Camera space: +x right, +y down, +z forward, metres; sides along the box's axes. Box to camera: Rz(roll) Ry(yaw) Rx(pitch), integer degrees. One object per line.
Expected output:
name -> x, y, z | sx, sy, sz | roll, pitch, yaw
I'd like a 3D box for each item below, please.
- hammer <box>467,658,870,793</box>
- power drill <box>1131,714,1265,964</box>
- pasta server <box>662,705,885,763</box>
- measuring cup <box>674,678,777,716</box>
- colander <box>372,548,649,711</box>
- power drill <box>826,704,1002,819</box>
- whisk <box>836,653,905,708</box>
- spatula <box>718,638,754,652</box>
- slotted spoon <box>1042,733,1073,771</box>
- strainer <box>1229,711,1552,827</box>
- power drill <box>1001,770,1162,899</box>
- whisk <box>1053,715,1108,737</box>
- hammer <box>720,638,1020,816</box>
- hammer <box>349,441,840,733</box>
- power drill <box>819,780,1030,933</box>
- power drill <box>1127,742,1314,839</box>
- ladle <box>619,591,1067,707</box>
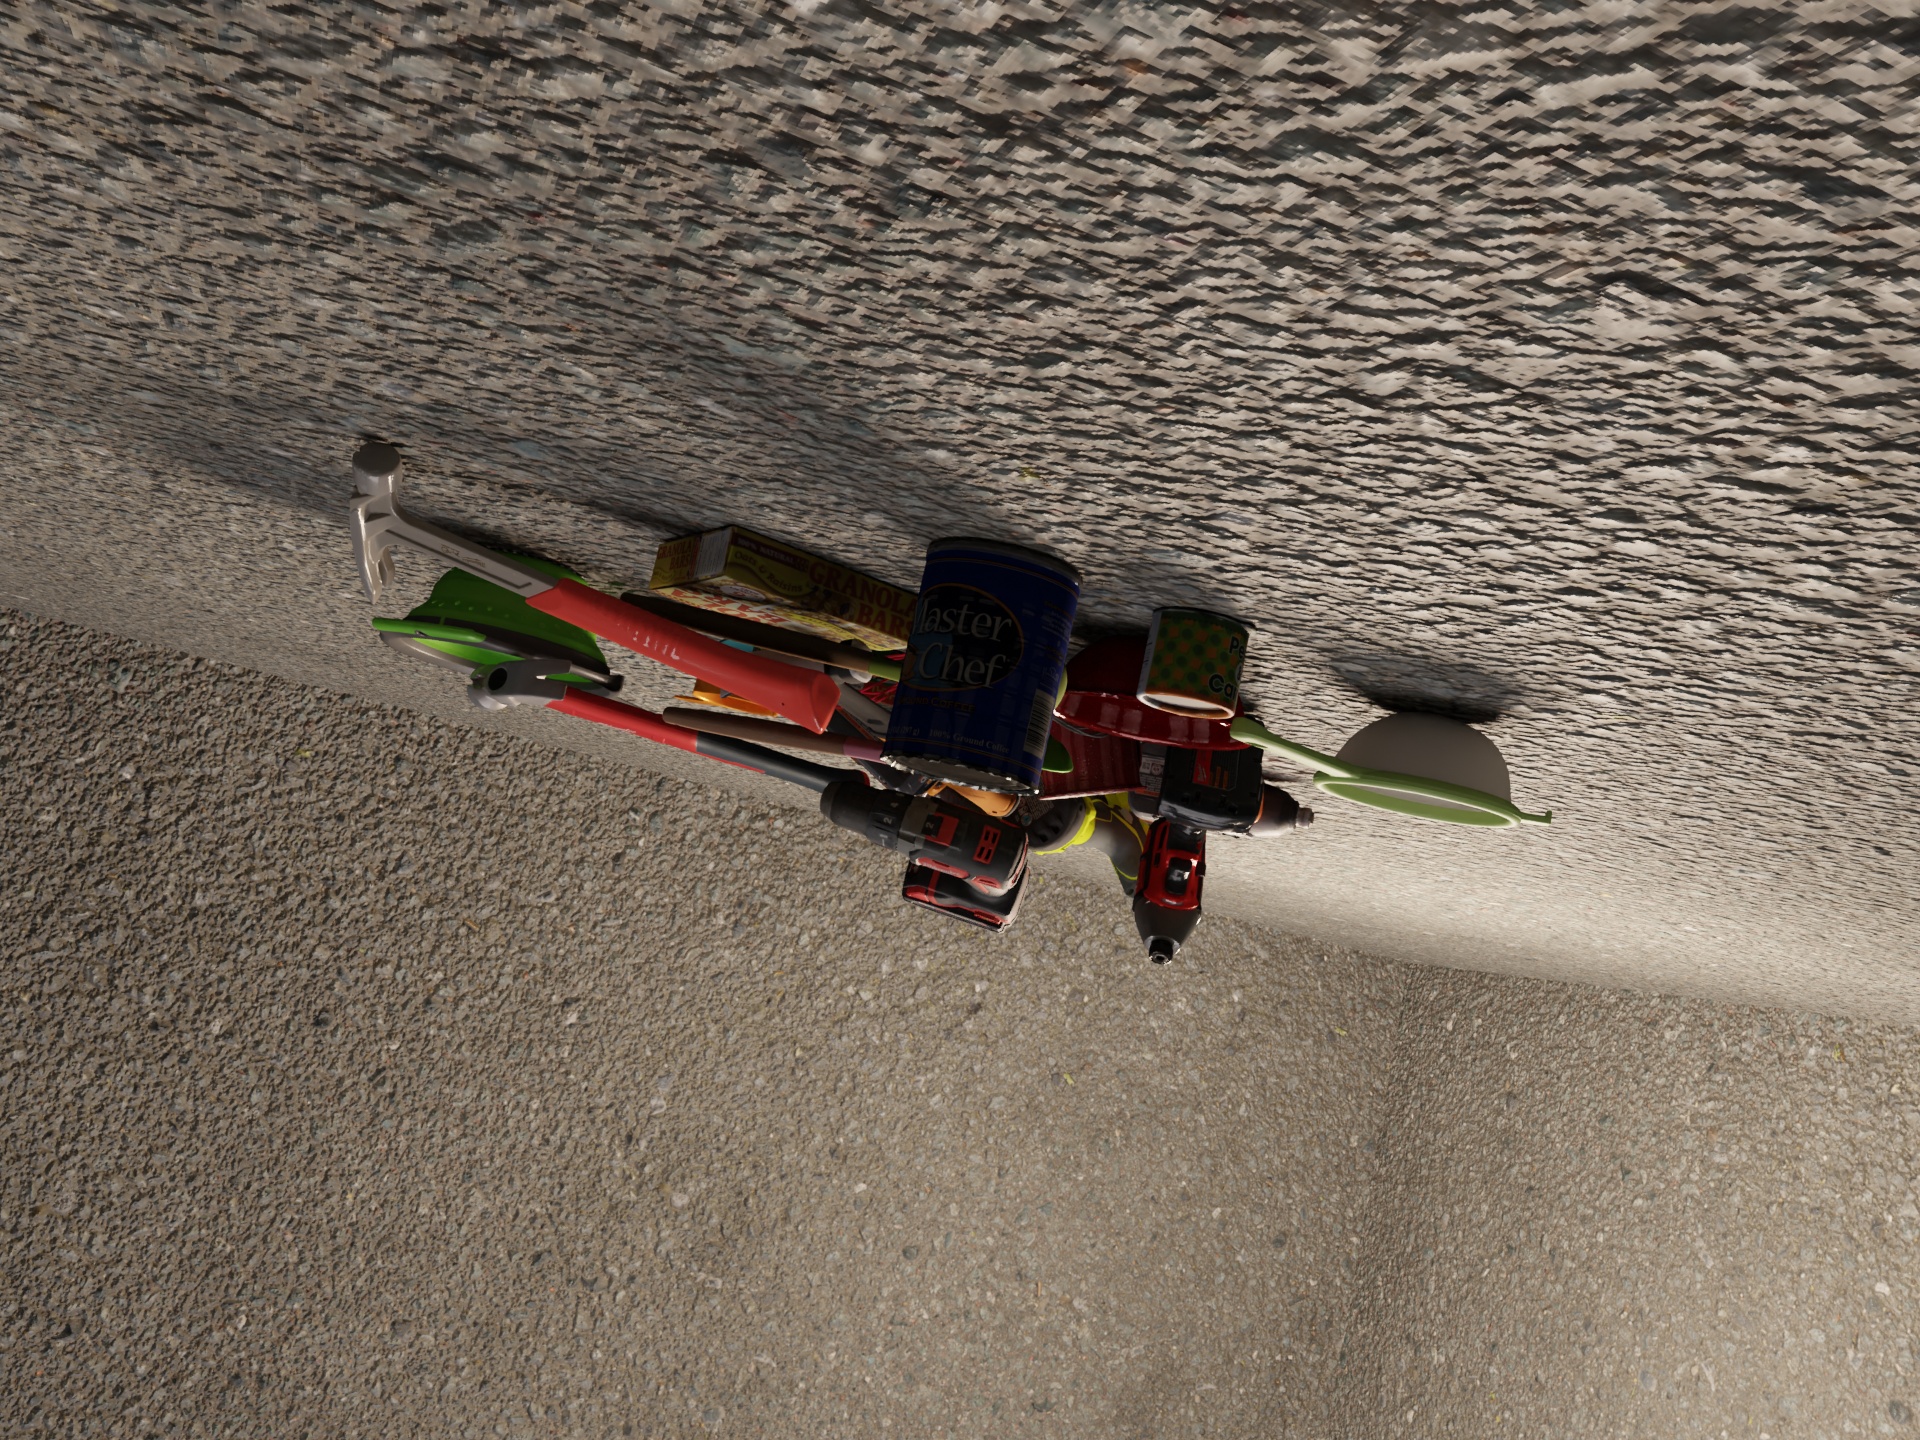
hammer -> -0.222, 0.016, 1.383 | 0.386, 0.038, 0.143 | 20, 166, -40
power drill -> 0.193, 0.102, 1.354 | 0.078, 0.143, 0.219 | 13, 139, 3
pasta server -> -0.101, 0.008, 1.170 | 0.316, 0.040, 0.060 | 9, 167, 34
measuring cup -> -0.243, -0.042, 1.616 | 0.095, 0.052, 0.174 | 19, 171, -36
colander -> -0.357, -0.070, 1.438 | 0.204, 0.094, 0.396 | 8, 170, 20
power drill -> -0.037, 0.043, 1.569 | 0.185, 0.084, 0.226 | 43, 178, 13
whisk -> -0.028, -0.051, 1.235 | 0.073, 0.073, 0.296 | 20, 163, -40
spatula -> -0.284, -0.090, 1.465 | 0.318, 0.044, 0.082 | 14, 173, 25
slotted spoon -> 0.041, 0.025, 1.346 | 0.070, 0.031, 0.314 | 19, 176, -6
strainer -> 0.298, 0.016, 1.148 | 0.256, 0.069, 0.151 | 19, 172, -30
power drill -> 0.124, 0.085, 1.617 | 0.080, 0.171, 0.223 | -37, 143, 21
whisk -> 0.055, -0.016, 1.219 | 0.055, 0.055, 0.238 | 4, 179, 44
hammer -> -0.050, 0.016, 1.296 | 0.127, 0.034, 0.336 | -6, 157, 29
hammer -> -0.256, -0.071, 1.110 | 0.359, 0.037, 0.149 | 23, 144, 1
power drill -> -0.025, 0.119, 1.468 | 0.188, 0.080, 0.226 | 18, 165, 11
power drill -> 0.257, 0.075, 1.558 | 0.164, 0.084, 0.226 | 9, 175, 18
ladle -> -0.083, -0.055, 1.111 | 0.320, 0.062, 0.078 | 14, 142, 8
